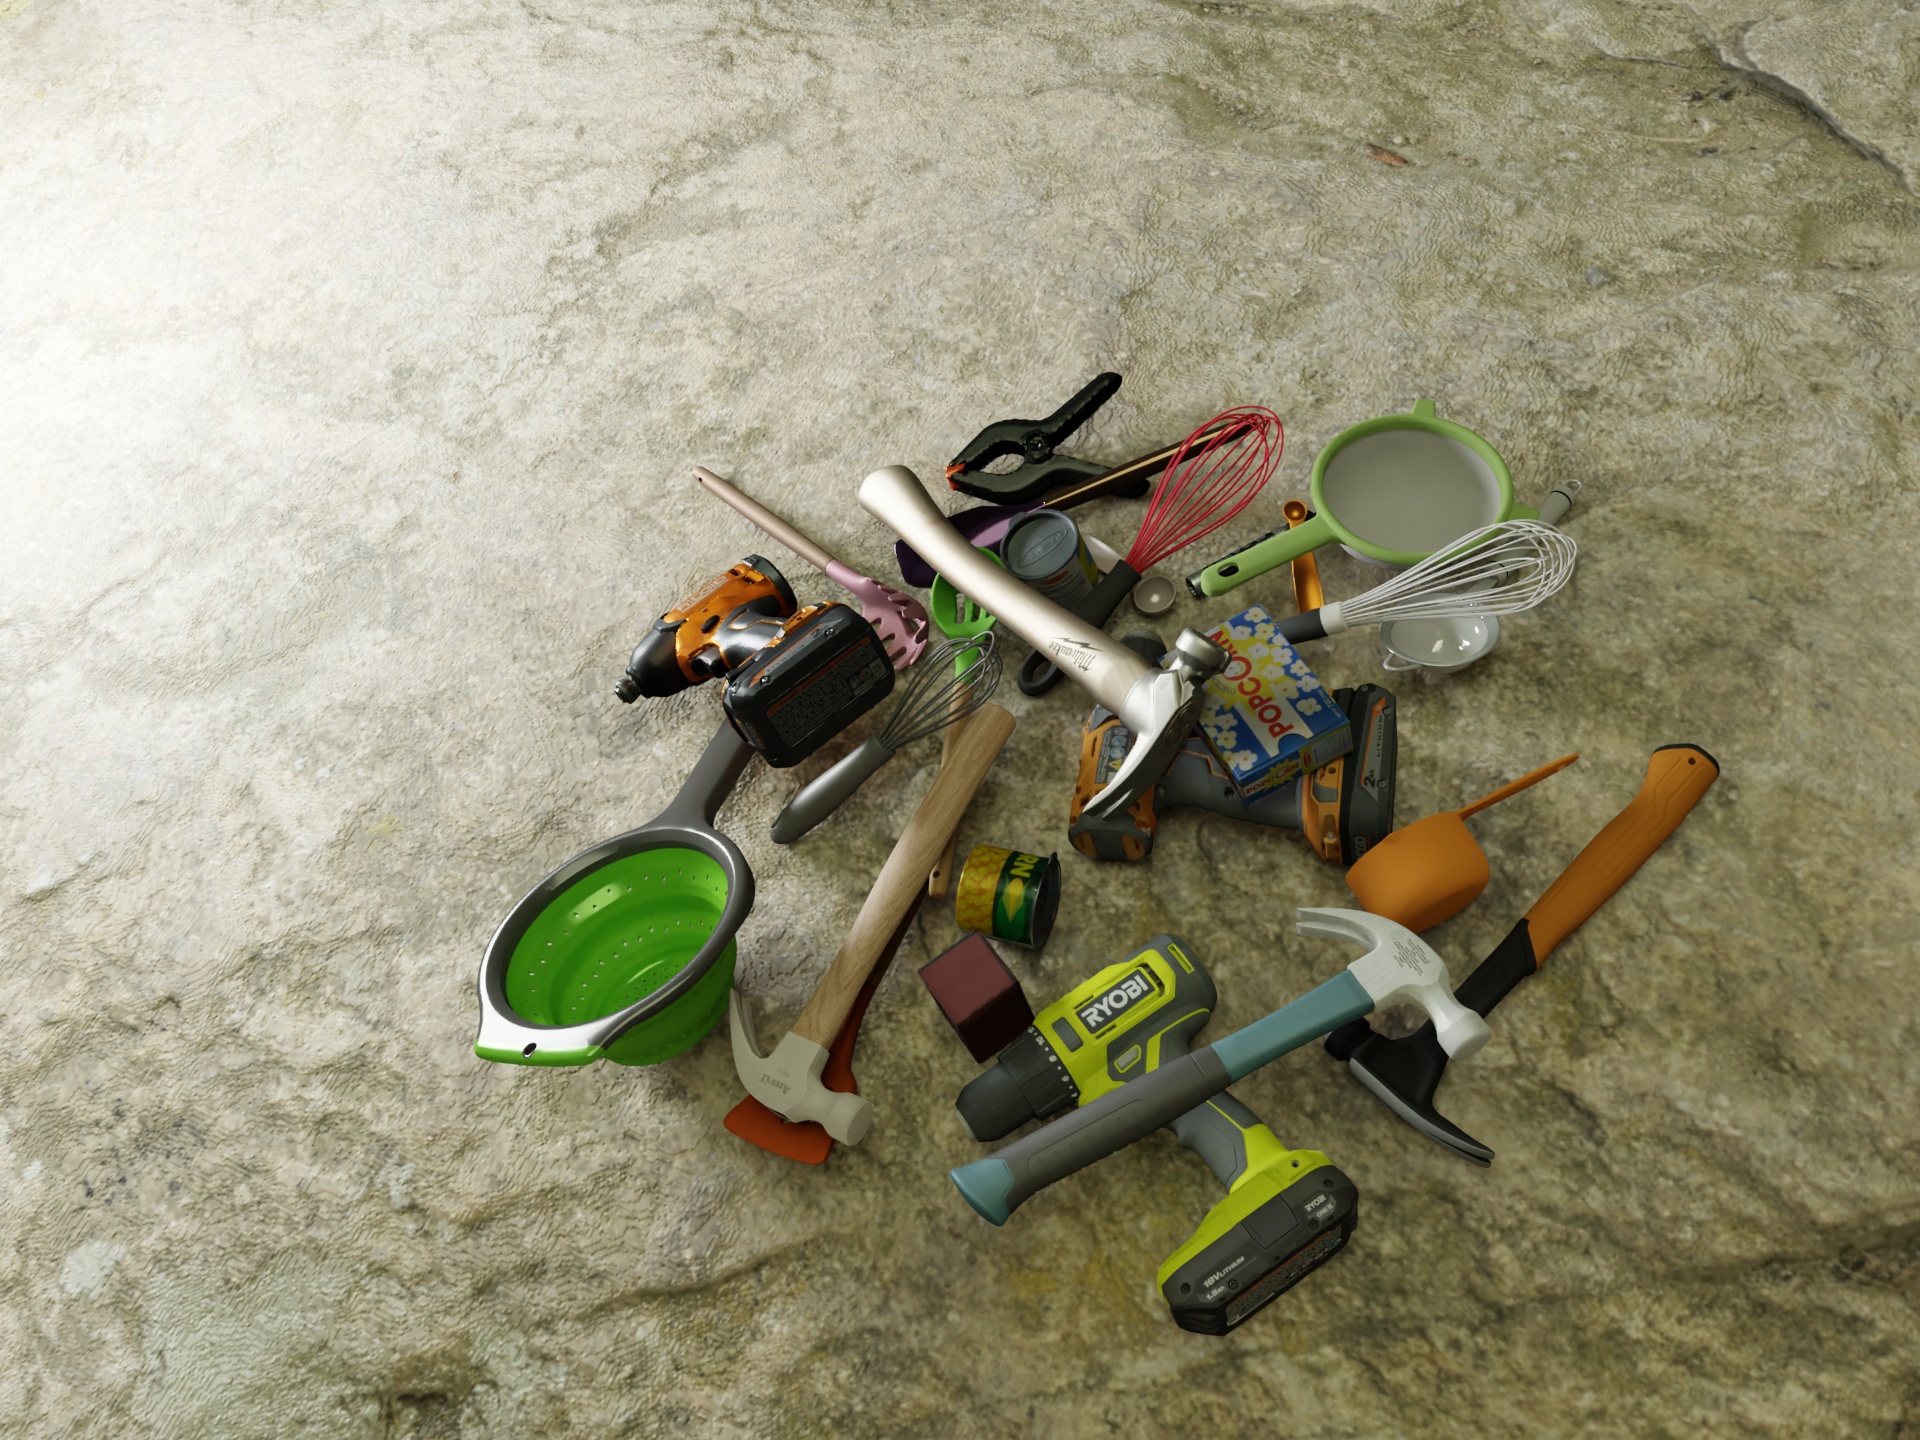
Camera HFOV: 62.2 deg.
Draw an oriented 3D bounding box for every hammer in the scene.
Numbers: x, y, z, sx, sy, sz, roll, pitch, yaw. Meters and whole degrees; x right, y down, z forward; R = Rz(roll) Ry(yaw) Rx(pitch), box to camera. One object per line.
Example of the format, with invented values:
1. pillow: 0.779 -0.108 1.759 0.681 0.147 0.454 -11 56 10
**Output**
1. hammer: 0.031 -0.086 1.213 0.411 0.038 0.146 42 104 43
2. hammer: 0.149 0.220 0.981 0.331 0.033 0.128 -26 53 -7
3. hammer: -0.051 0.125 1.120 0.130 0.031 0.331 18 65 27
4. hammer: 0.400 0.140 1.061 0.337 0.034 0.127 -42 59 -14

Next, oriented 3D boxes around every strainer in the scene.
1. strainer: 0.401 -0.104 1.205 0.087 0.050 0.258 28 62 39
2. strainer: 0.299 -0.140 1.224 0.256 0.069 0.152 -25 57 -9

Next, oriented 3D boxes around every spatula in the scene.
1. spatula: 0.095 -0.183 1.308 0.316 0.018 0.060 -22 71 9
2. spatula: -0.059 0.165 1.140 0.081 0.041 0.323 16 63 23

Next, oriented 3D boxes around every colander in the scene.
1. colander: -0.200 0.121 1.177 0.204 0.094 0.397 -3 39 27

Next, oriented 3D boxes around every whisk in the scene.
1. whisk: -0.058 0.016 1.184 0.239 0.055 0.055 -41 56 18
2. whisk: 0.147 -0.133 1.246 0.296 0.073 0.073 -48 61 -1
3. whisk: 0.305 -0.084 1.164 0.284 0.070 0.070 -16 54 29

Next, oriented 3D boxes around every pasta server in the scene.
1. pasta server: -0.132 -0.140 1.342 0.040 0.060 0.316 -25 49 -38

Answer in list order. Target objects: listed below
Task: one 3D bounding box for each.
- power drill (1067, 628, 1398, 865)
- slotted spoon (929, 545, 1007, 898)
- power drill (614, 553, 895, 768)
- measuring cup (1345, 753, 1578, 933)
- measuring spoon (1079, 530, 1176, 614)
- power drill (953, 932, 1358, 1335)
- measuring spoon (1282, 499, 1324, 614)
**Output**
1. power drill: 0.199 0.016 1.156 0.226 0.084 0.185 2 58 18
2. slotted spoon: -0.002 -0.004 1.225 0.070 0.031 0.314 -10 53 23
3. power drill: -0.168 -0.043 1.227 0.164 0.084 0.227 -38 34 -16
4. measuring cup: 0.345 0.085 1.060 0.173 0.095 0.052 -32 63 12
5. measuring spoon: 0.129 -0.121 1.291 0.034 0.018 0.124 -45 54 -6
6. power drill: 0.122 0.269 1.019 0.190 0.080 0.229 -33 55 -10
7. measuring spoon: 0.269 -0.118 1.247 0.021 0.011 0.117 -5 74 -2
